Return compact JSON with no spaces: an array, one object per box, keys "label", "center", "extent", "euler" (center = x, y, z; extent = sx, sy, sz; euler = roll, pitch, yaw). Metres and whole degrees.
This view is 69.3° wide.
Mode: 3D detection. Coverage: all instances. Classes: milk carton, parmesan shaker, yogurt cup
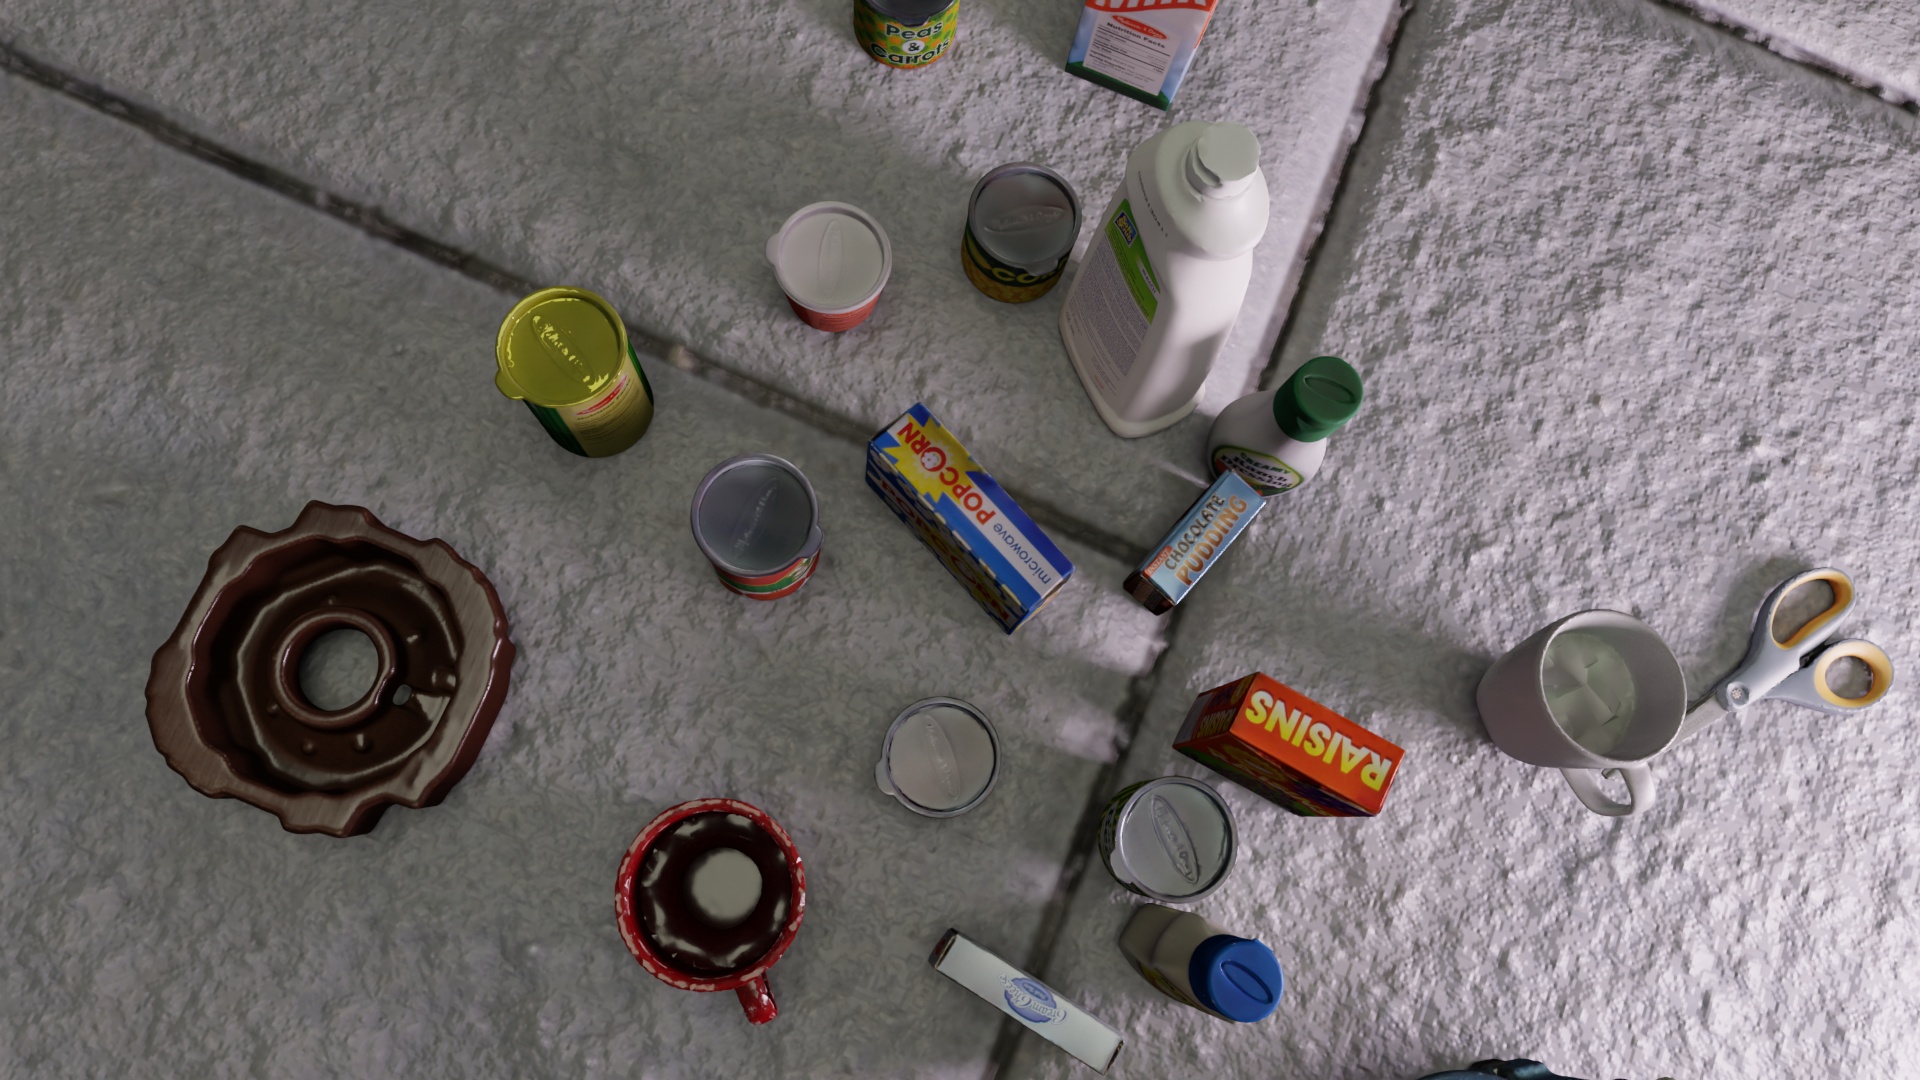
[{"label":"milk carton","center":[0.119,-0.335,0.798],"extent":[0.073,0.190,0.072],"euler":[22,77,0]},{"label":"parmesan shaker","center":[-0.210,-0.088,0.760],"extent":[0.071,0.103,0.071],"euler":[1,78,-5]},{"label":"yogurt cup","center":[-0.075,-0.156,0.812],"extent":[0.072,0.054,0.072],"euler":[1,78,-5]}]

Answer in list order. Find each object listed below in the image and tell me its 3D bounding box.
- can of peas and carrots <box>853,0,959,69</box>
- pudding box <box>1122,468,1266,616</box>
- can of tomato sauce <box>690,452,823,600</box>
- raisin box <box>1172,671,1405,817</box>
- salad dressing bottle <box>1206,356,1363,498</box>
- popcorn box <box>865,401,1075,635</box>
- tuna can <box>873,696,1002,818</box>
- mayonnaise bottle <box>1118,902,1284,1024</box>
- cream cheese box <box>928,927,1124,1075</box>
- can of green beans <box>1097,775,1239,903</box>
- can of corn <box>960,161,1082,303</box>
[{"label":"can of peas and carrots","center":[-0.033,-0.331,0.851],"extent":[0.071,0.058,0.071],"euler":[1,78,-5]},{"label":"pudding box","center":[0.134,0.001,0.797],"extent":[0.030,0.049,0.084],"euler":[42,78,4]},{"label":"can of tomato sauce","center":[-0.108,-0.005,0.761],"extent":[0.071,0.083,0.071],"euler":[1,78,-5]},{"label":"raisin box","center":[0.170,0.111,0.738],"extent":[0.086,0.123,0.040],"euler":[29,77,2]},{"label":"salad dressing bottle","center":[0.178,-0.061,0.765],"extent":[0.064,0.147,0.044],"euler":[24,77,1]},{"label":"popcorn box","center":[0.003,-0.010,0.770],"extent":[0.038,0.085,0.127],"euler":[-42,84,-11]},{"label":"tuna can","center":[-0.014,0.121,0.767],"extent":[0.071,0.032,0.071],"euler":[1,78,-5]},{"label":"mayonnaise bottle","center":[0.123,0.214,0.699],"extent":[0.065,0.147,0.041],"euler":[38,78,4]},{"label":"cream cheese box","center":[0.033,0.241,0.734],"extent":[0.104,0.053,0.024],"euler":[31,77,2]},{"label":"can of green beans","center":[0.111,0.162,0.756],"extent":[0.071,0.057,0.071],"euler":[1,78,-5]},{"label":"can of corn","center":[0.036,-0.179,0.824],"extent":[0.071,0.058,0.071],"euler":[1,78,-5]}]
